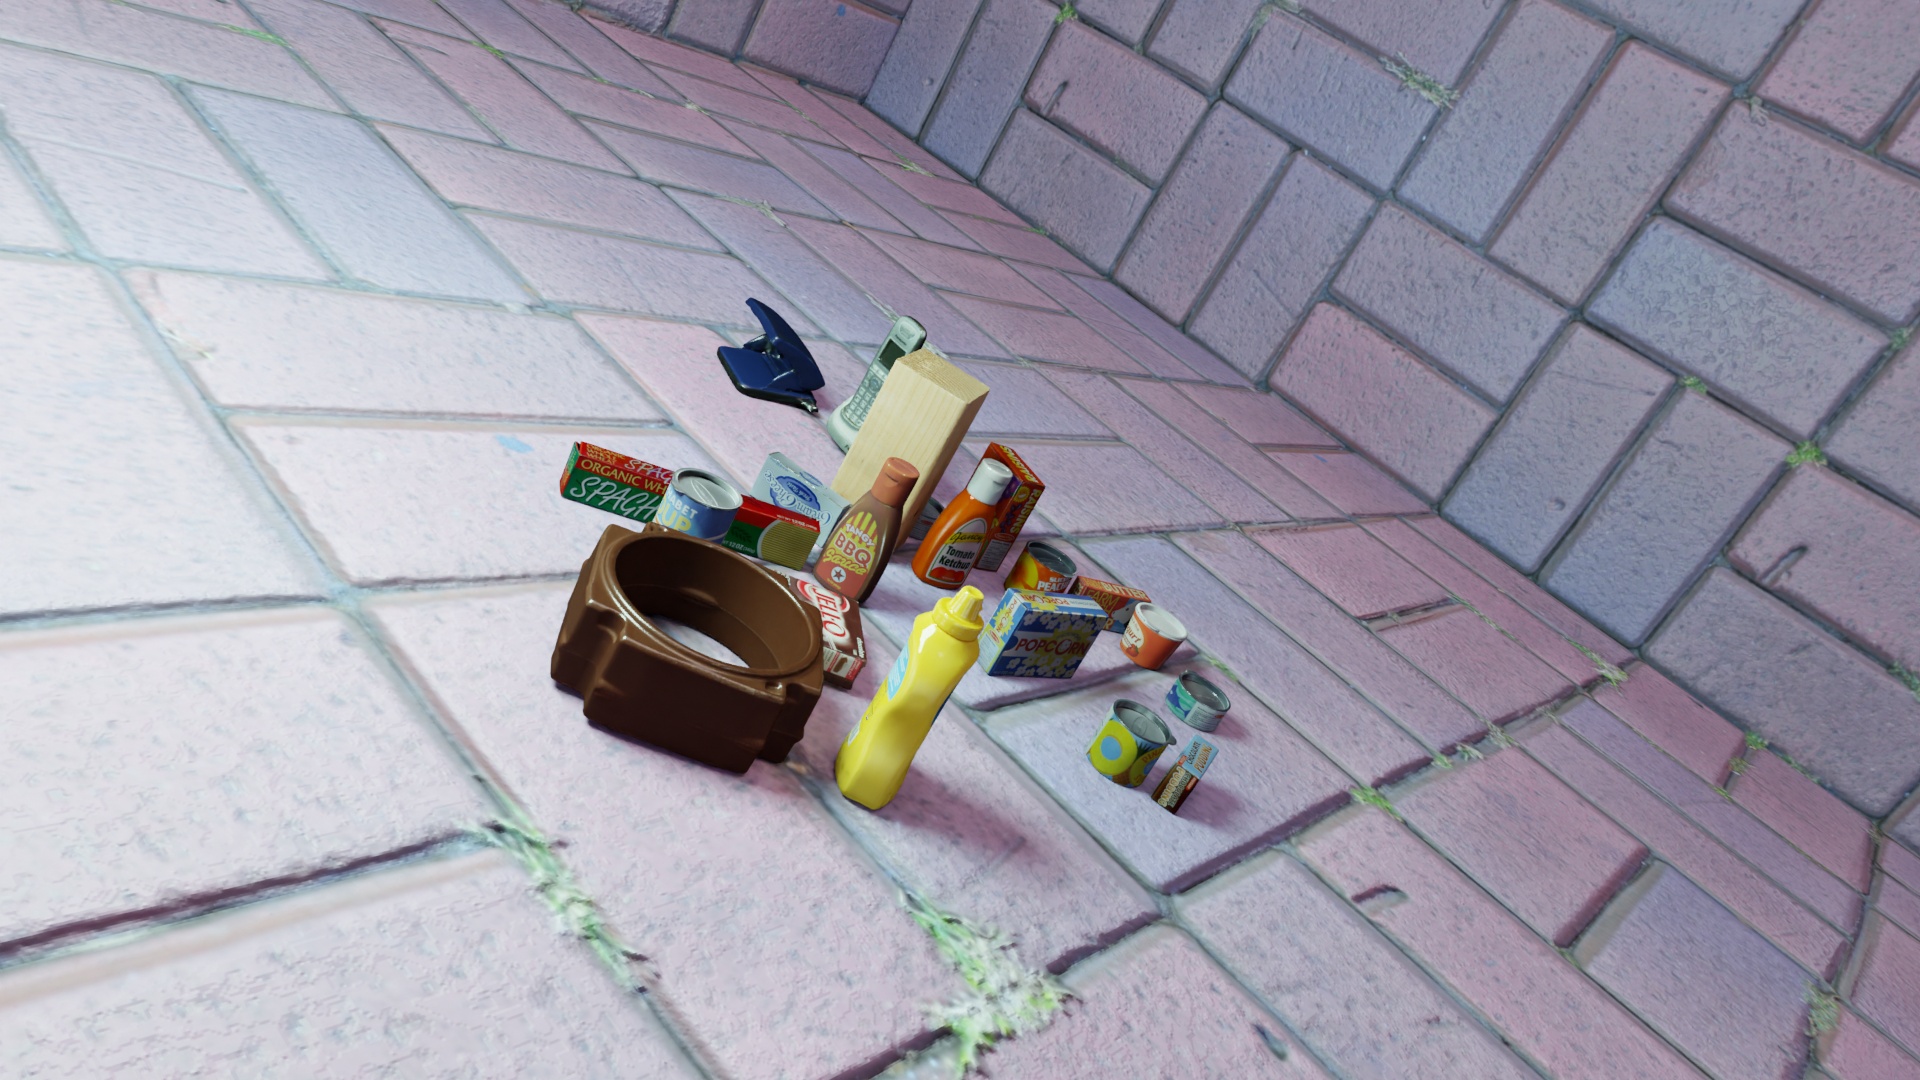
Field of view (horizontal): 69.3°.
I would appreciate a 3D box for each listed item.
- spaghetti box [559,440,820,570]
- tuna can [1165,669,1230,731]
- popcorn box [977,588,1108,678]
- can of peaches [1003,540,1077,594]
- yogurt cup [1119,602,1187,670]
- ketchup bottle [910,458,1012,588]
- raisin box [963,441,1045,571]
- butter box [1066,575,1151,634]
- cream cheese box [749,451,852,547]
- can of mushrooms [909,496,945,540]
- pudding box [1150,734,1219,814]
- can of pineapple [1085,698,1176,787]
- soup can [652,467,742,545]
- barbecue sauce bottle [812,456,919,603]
[{"bbox_3d":[-0.257,-0.031,1.335,0.250,0.050,0.029,19,24,-25],"label":"spaghetti box"},{"bbox_3d":[0.262,0.177,1.540,0.071,0.032,0.071,25,22,-11],"label":"tuna can"},{"bbox_3d":[0.083,0.097,1.426,0.127,0.085,0.038,8,31,-43],"label":"popcorn box"},{"bbox_3d":[0.092,0.043,1.588,0.071,0.057,0.071,25,22,-11],"label":"can of peaches"},{"bbox_3d":[0.220,0.112,1.601,0.072,0.053,0.073,25,22,-11],"label":"yogurt cup"},{"bbox_3d":[0.005,-0.019,1.495,0.065,0.148,0.044,14,27,-35],"label":"ketchup bottle"},{"bbox_3d":[0.038,-0.039,1.611,0.040,0.123,0.086,12,28,-37],"label":"raisin box"},{"bbox_3d":[0.168,0.076,1.617,0.103,0.053,0.024,14,26,-33],"label":"butter box"},{"bbox_3d":[-0.168,-0.043,1.463,0.104,0.053,0.024,35,22,14],"label":"cream cheese box"},{"bbox_3d":[-0.052,-0.032,1.607,0.071,0.033,0.071,25,22,-11],"label":"can of mushrooms"},{"bbox_3d":[0.220,0.228,1.360,0.030,0.049,0.084,35,23,13],"label":"pudding box"},{"bbox_3d":[0.164,0.197,1.345,0.071,0.057,0.071,25,22,-11],"label":"can of pineapple"},{"bbox_3d":[-0.248,-0.015,1.265,0.071,0.083,0.071,25,22,-11],"label":"soup can"},{"bbox_3d":[-0.088,-0.012,1.368,0.065,0.148,0.044,36,22,15],"label":"barbecue sauce bottle"}]
